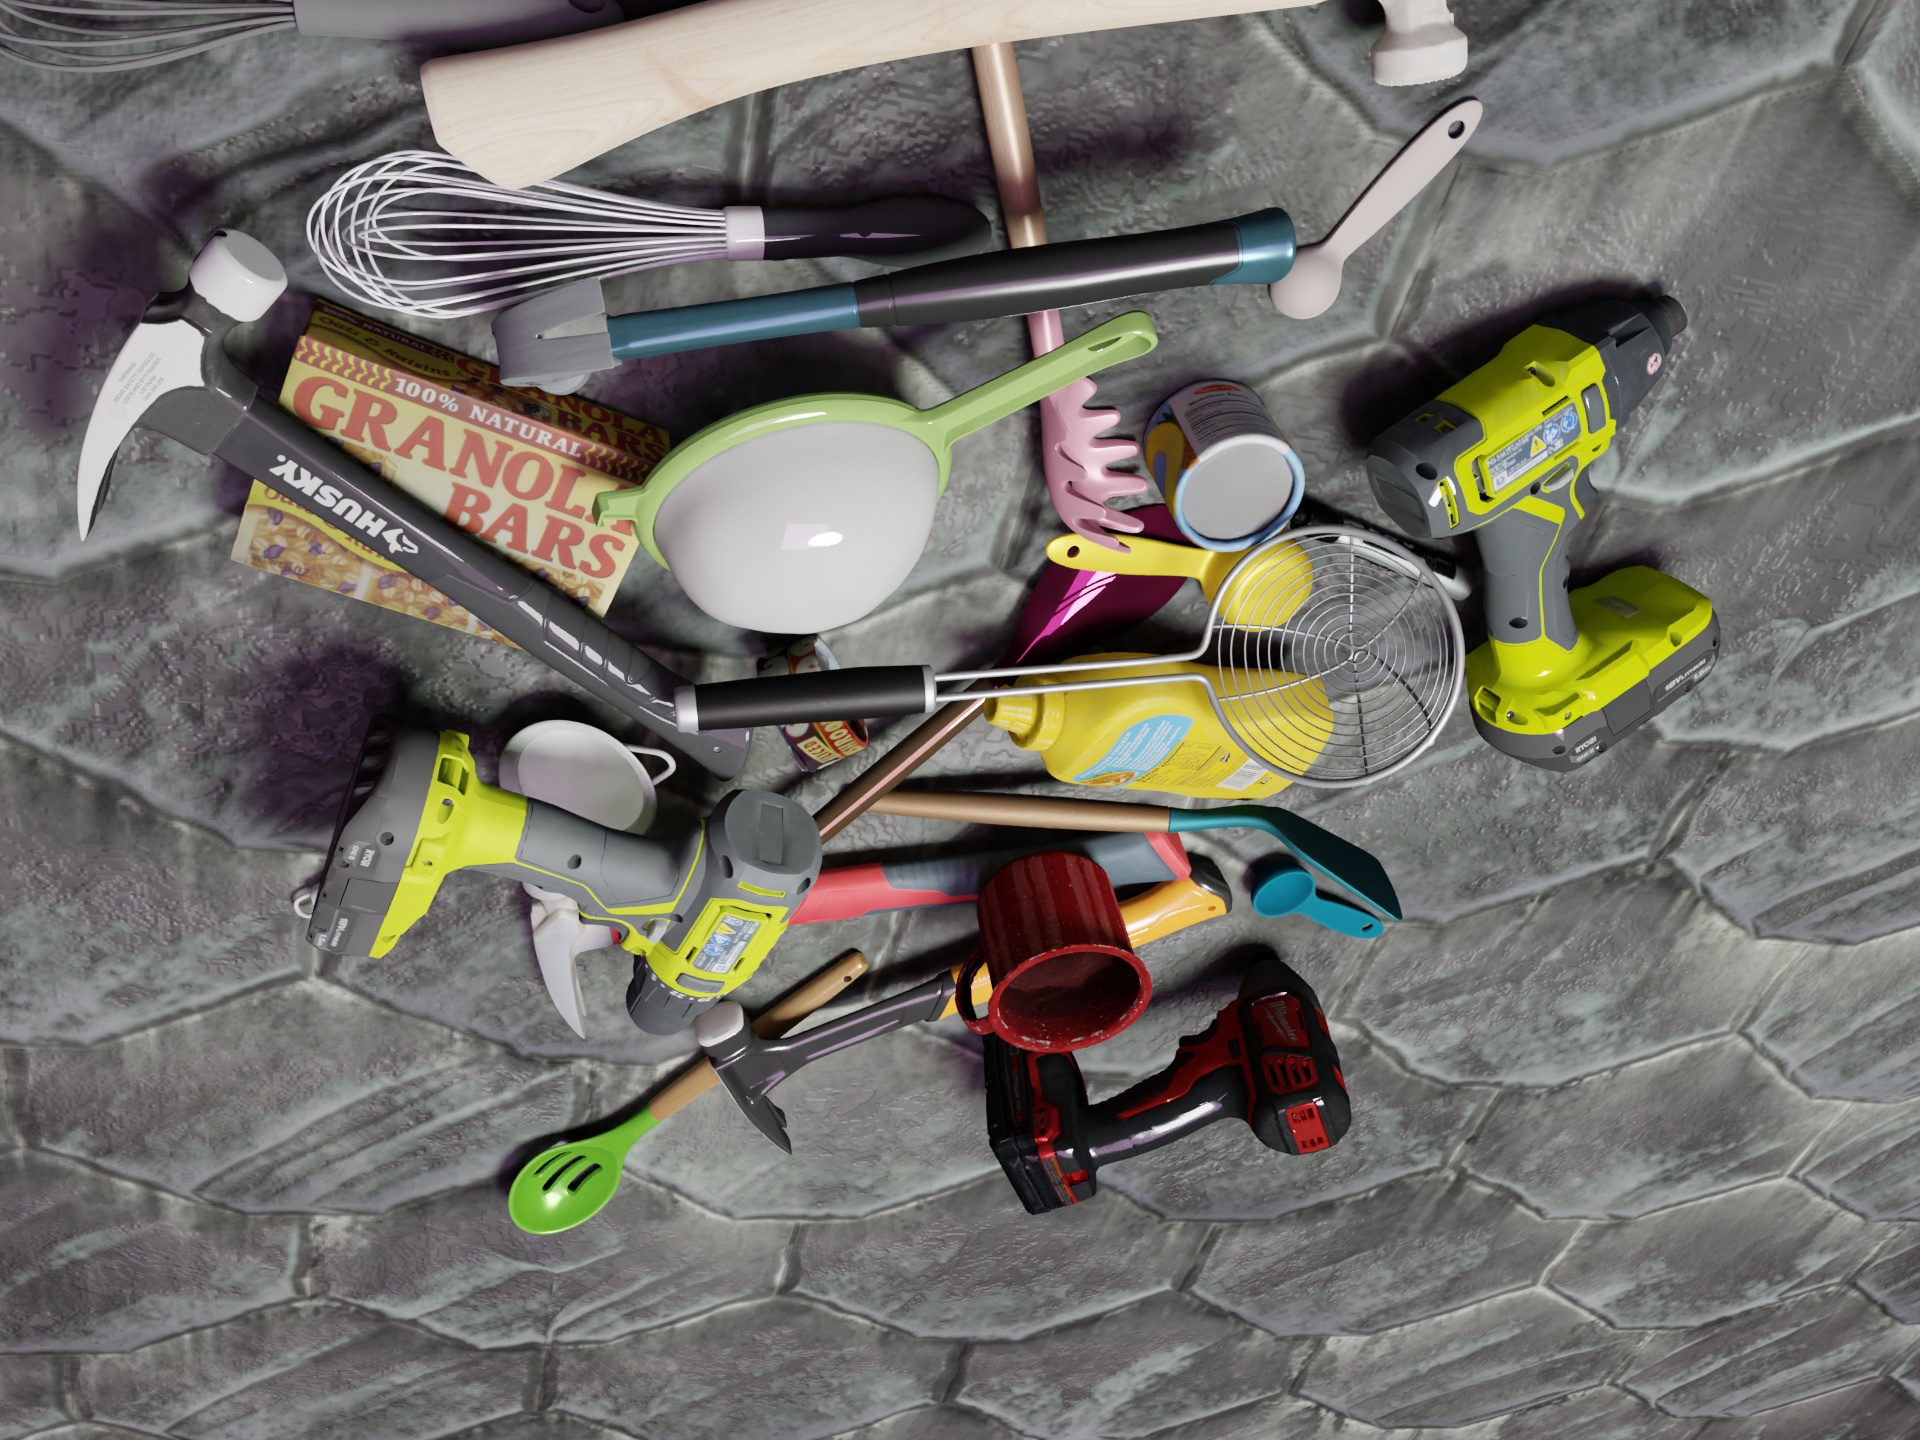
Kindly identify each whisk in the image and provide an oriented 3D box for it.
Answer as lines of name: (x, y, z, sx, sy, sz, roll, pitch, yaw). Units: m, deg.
whisk: (-0.124, -0.205, 0.672, 0.284, 0.070, 0.070, -5, 129, -14)
whisk: (-0.248, -0.269, 0.599, 0.239, 0.055, 0.055, -3, 129, -14)

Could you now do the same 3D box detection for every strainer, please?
strainer: (-0.023, -0.099, 0.711, 0.256, 0.069, 0.151, -23, 158, 19)
strainer: (-0.261, 0.057, 0.863, 0.258, 0.050, 0.086, -23, 116, 15)

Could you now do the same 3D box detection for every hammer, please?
hammer: (-0.055, 0.112, 0.950, 0.386, 0.038, 0.143, -6, 131, -7)
hammer: (-0.226, -0.062, 0.724, 0.146, 0.035, 0.334, -40, 126, 20)
hammer: (-0.002, -0.287, 0.612, 0.410, 0.038, 0.146, -13, 119, -4)
hammer: (-0.029, -0.174, 0.658, 0.331, 0.128, 0.033, -8, 99, -1)
hammer: (0.012, 0.169, 0.998, 0.337, 0.034, 0.127, -22, 130, 1)

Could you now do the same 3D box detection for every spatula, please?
spatula: (0.092, 0.066, 0.907, 0.317, 0.082, 0.044, 4, 112, 2)

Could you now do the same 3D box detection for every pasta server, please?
pasta server: (0.038, -0.212, 0.707, 0.040, 0.060, 0.315, 4, 131, 24)

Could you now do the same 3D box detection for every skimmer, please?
skimmer: (0.048, -0.020, 0.749, 0.363, 0.090, 0.127, -5, 95, -8)

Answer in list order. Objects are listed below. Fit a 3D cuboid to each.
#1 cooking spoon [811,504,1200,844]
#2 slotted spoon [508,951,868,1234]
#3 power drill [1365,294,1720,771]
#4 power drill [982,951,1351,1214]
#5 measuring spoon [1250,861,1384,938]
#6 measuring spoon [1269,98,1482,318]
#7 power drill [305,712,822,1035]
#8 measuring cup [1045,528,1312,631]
cooking spoon: (-0.001, -0.003, 0.859, 0.319, 0.017, 0.068, -39, 126, 10)
slotted spoon: (-0.178, 0.242, 1.038, 0.313, 0.031, 0.070, -38, 126, 17)
power drill: (0.316, -0.096, 0.824, 0.171, 0.080, 0.223, -34, 126, -5)
power drill: (0.130, 0.226, 1.022, 0.219, 0.143, 0.078, -17, 126, 11)
measuring spoon: (0.232, 0.117, 1.030, 0.128, 0.021, 0.042, 24, 120, -38)
measuring spoon: (0.194, -0.234, 0.733, 0.034, 0.018, 0.124, 30, 116, -30)
power drill: (-0.207, 0.091, 0.822, 0.228, 0.080, 0.190, 17, 135, -21)
measuring cup: (0.116, -0.076, 0.821, 0.156, 0.029, 0.062, 3, 124, -27)
